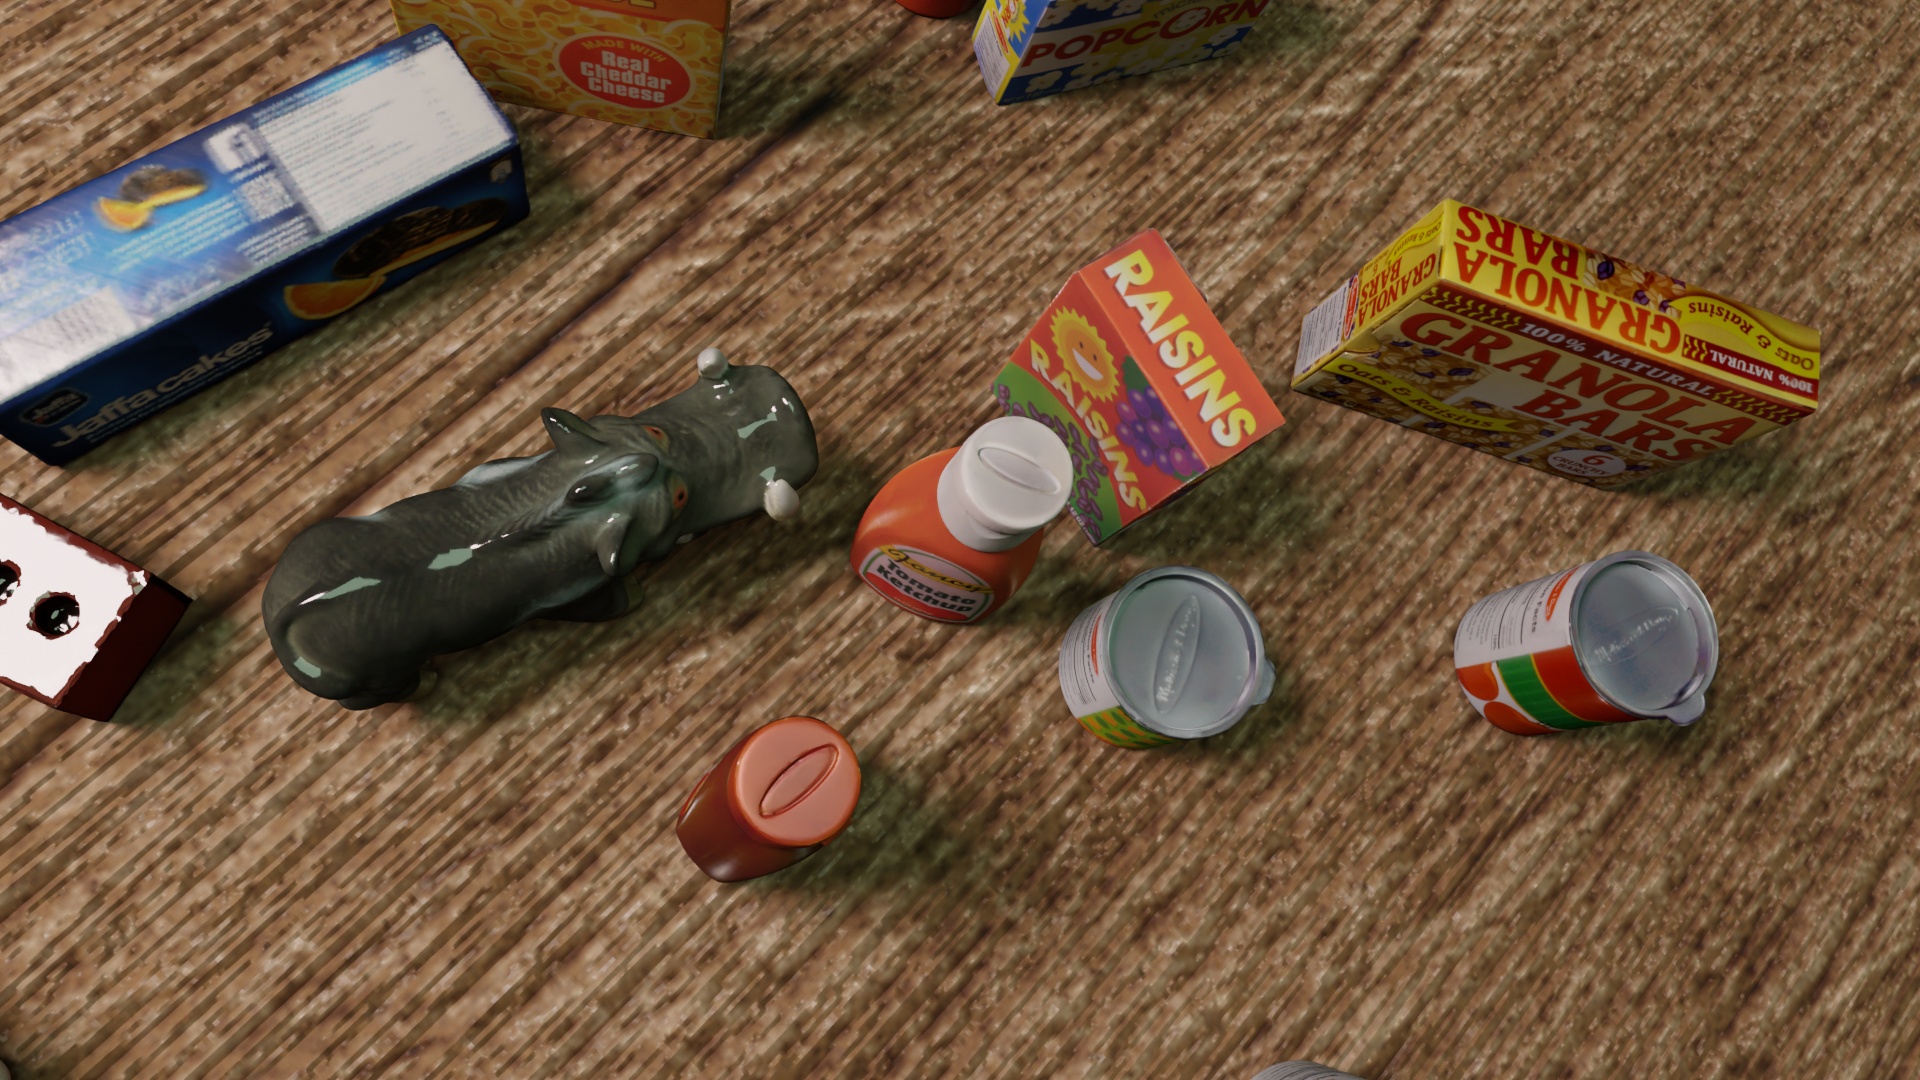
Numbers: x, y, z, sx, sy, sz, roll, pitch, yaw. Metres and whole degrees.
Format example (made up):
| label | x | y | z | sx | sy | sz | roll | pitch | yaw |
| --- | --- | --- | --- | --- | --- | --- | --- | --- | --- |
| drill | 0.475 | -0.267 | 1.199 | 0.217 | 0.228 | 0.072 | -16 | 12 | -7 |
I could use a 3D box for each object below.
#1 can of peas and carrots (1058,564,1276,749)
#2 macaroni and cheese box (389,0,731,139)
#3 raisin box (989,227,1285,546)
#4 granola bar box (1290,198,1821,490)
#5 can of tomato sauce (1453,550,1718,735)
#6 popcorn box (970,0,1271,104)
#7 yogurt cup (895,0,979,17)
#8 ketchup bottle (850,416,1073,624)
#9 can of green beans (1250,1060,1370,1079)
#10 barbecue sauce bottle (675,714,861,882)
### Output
| label | x | y | z | sx | sy | sz | roll | pitch | yaw |
| --- | --- | --- | --- | --- | --- | --- | --- | --- | --- |
| can of peas and carrots | 0.080 | 0.048 | 0.548 | 0.071 | 0.058 | 0.071 | 3 | 76 | -12 |
| macaroni and cheese box | -0.144 | -0.213 | 0.502 | 0.124 | 0.166 | 0.040 | 7 | 76 | -11 |
| raisin box | 0.063 | -0.054 | 0.535 | 0.040 | 0.123 | 0.086 | -31 | 85 | -18 |
| granola bar box | 0.242 | -0.074 | 0.581 | 0.166 | 0.124 | 0.039 | 16 | 74 | -9 |
| can of tomato sauce | 0.258 | 0.047 | 0.577 | 0.071 | 0.083 | 0.071 | 3 | 76 | -12 |
| popcorn box | 0.075 | -0.238 | 0.603 | 0.127 | 0.085 | 0.038 | -18 | 82 | -17 |
| yogurt cup | -0.007 | -0.267 | 0.607 | 0.072 | 0.053 | 0.072 | 3 | 76 | -12 |
| ketchup bottle | 0.002 | -0.006 | 0.495 | 0.065 | 0.148 | 0.043 | 25 | 73 | -6 |
| can of green beans | 0.138 | 0.232 | 0.517 | 0.071 | 0.057 | 0.071 | 3 | 76 | -12 |
| barbecue sauce bottle | -0.061 | 0.084 | 0.459 | 0.065 | 0.148 | 0.043 | -40 | 88 | -18 |
